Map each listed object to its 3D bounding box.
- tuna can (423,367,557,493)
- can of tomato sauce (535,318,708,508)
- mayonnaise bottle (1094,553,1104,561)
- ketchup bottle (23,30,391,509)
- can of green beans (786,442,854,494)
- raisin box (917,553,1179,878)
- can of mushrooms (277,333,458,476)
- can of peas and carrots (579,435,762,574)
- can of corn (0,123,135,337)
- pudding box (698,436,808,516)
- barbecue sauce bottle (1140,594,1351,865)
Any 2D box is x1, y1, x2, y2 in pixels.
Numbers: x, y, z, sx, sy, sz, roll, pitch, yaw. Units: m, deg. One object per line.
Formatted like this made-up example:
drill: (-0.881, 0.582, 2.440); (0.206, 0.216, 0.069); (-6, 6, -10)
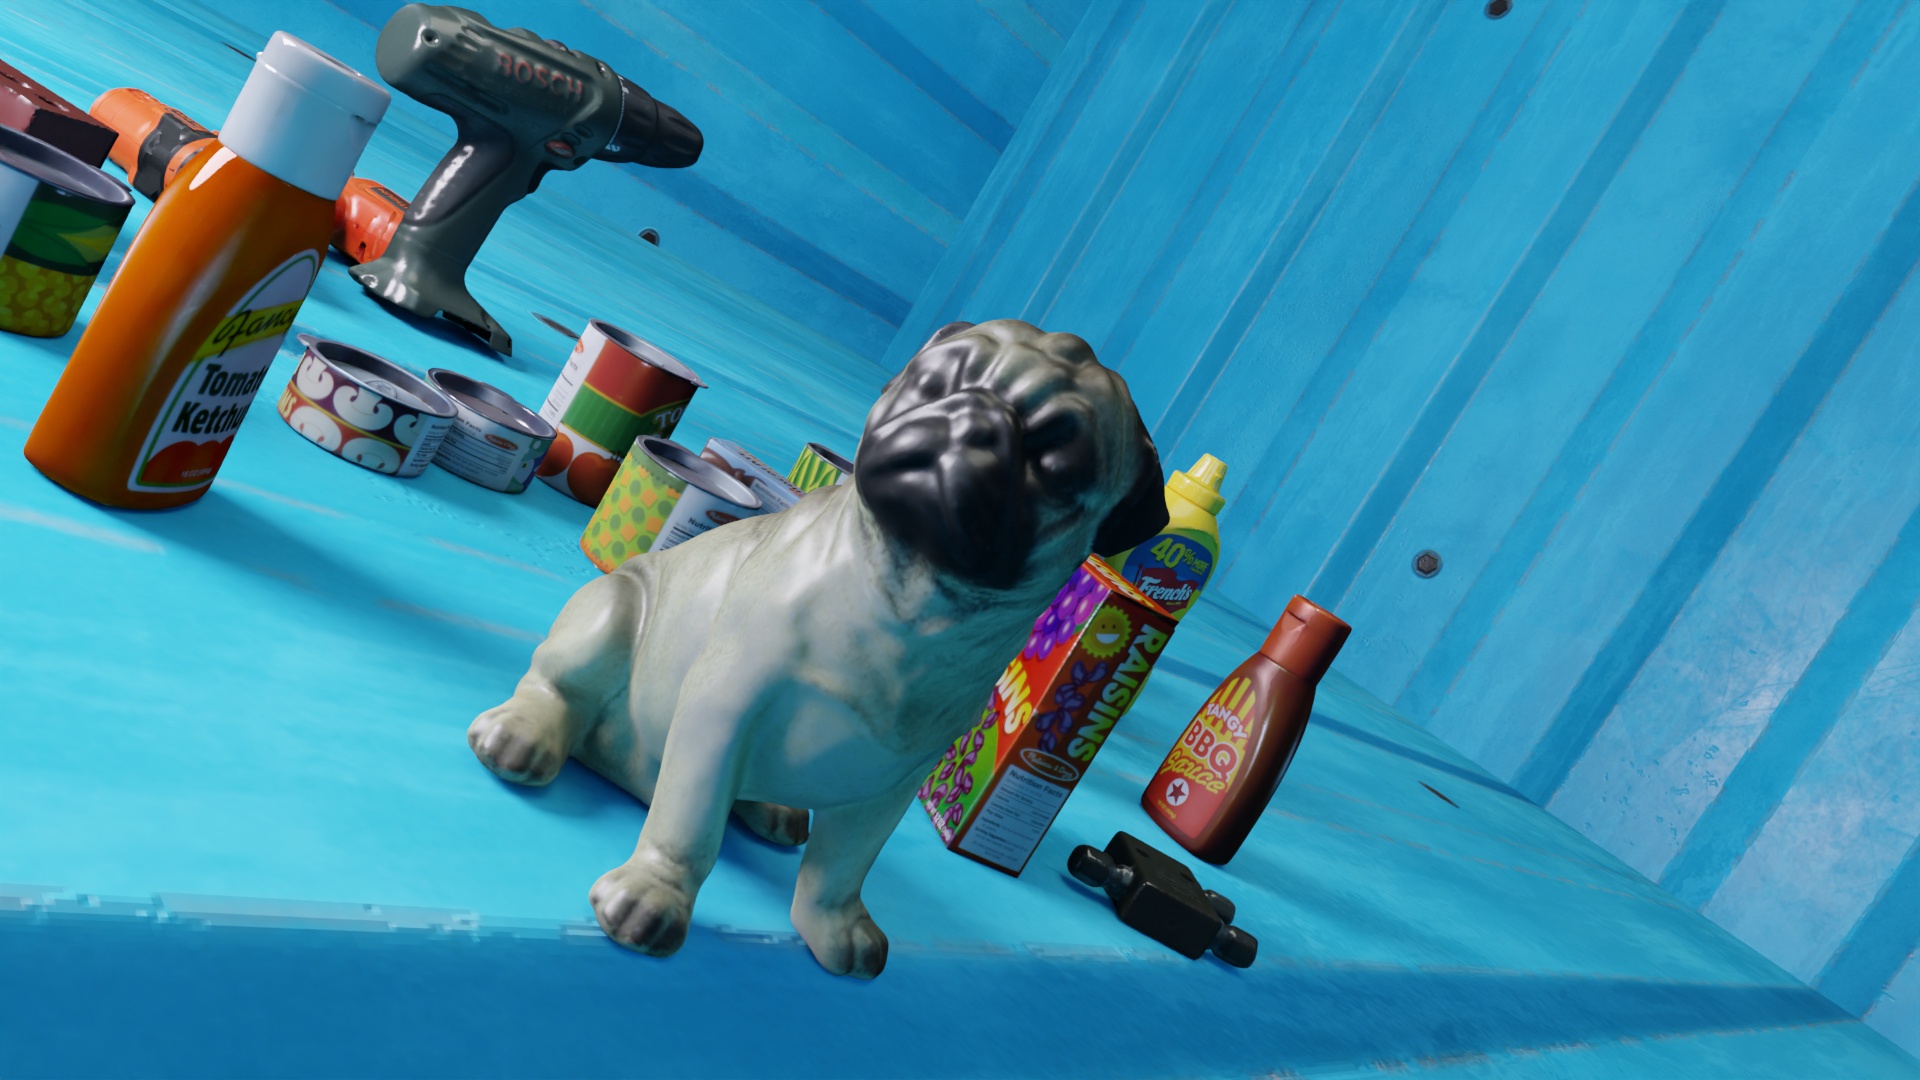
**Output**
tuna can: (-0.232, -0.053, 0.669); (0.071, 0.033, 0.071); (31, 7, -4)
can of tomato sauce: (-0.185, -0.065, 0.739); (0.071, 0.083, 0.071); (31, 7, -4)
mayonnaise bottle: (0.058, 0.020, 0.894); (0.065, 0.148, 0.041); (30, 7, -10)
ketchup bottle: (-0.228, -0.083, 0.429); (0.043, 0.148, 0.065); (31, 7, -2)
can of green beans: (-0.091, -0.027, 0.959); (0.071, 0.057, 0.071); (31, 7, -4)
raisin box: (0.029, 0.064, 0.581); (0.040, 0.123, 0.086); (28, 8, -24)
can of mushrooms: (-0.257, -0.058, 0.599); (0.071, 0.033, 0.071); (31, 7, -4)
can of peas and carrots: (-0.138, -0.009, 0.656); (0.071, 0.058, 0.071); (31, 7, -4)
can of corn: (-0.350, -0.115, 0.512); (0.071, 0.058, 0.071); (31, 7, -4)
pudding box: (-0.122, -0.019, 0.817); (0.084, 0.049, 0.030); (33, 7, 17)
barbecue sauce bottle: (0.160, 0.101, 0.764); (0.043, 0.148, 0.065); (27, 8, -33)
